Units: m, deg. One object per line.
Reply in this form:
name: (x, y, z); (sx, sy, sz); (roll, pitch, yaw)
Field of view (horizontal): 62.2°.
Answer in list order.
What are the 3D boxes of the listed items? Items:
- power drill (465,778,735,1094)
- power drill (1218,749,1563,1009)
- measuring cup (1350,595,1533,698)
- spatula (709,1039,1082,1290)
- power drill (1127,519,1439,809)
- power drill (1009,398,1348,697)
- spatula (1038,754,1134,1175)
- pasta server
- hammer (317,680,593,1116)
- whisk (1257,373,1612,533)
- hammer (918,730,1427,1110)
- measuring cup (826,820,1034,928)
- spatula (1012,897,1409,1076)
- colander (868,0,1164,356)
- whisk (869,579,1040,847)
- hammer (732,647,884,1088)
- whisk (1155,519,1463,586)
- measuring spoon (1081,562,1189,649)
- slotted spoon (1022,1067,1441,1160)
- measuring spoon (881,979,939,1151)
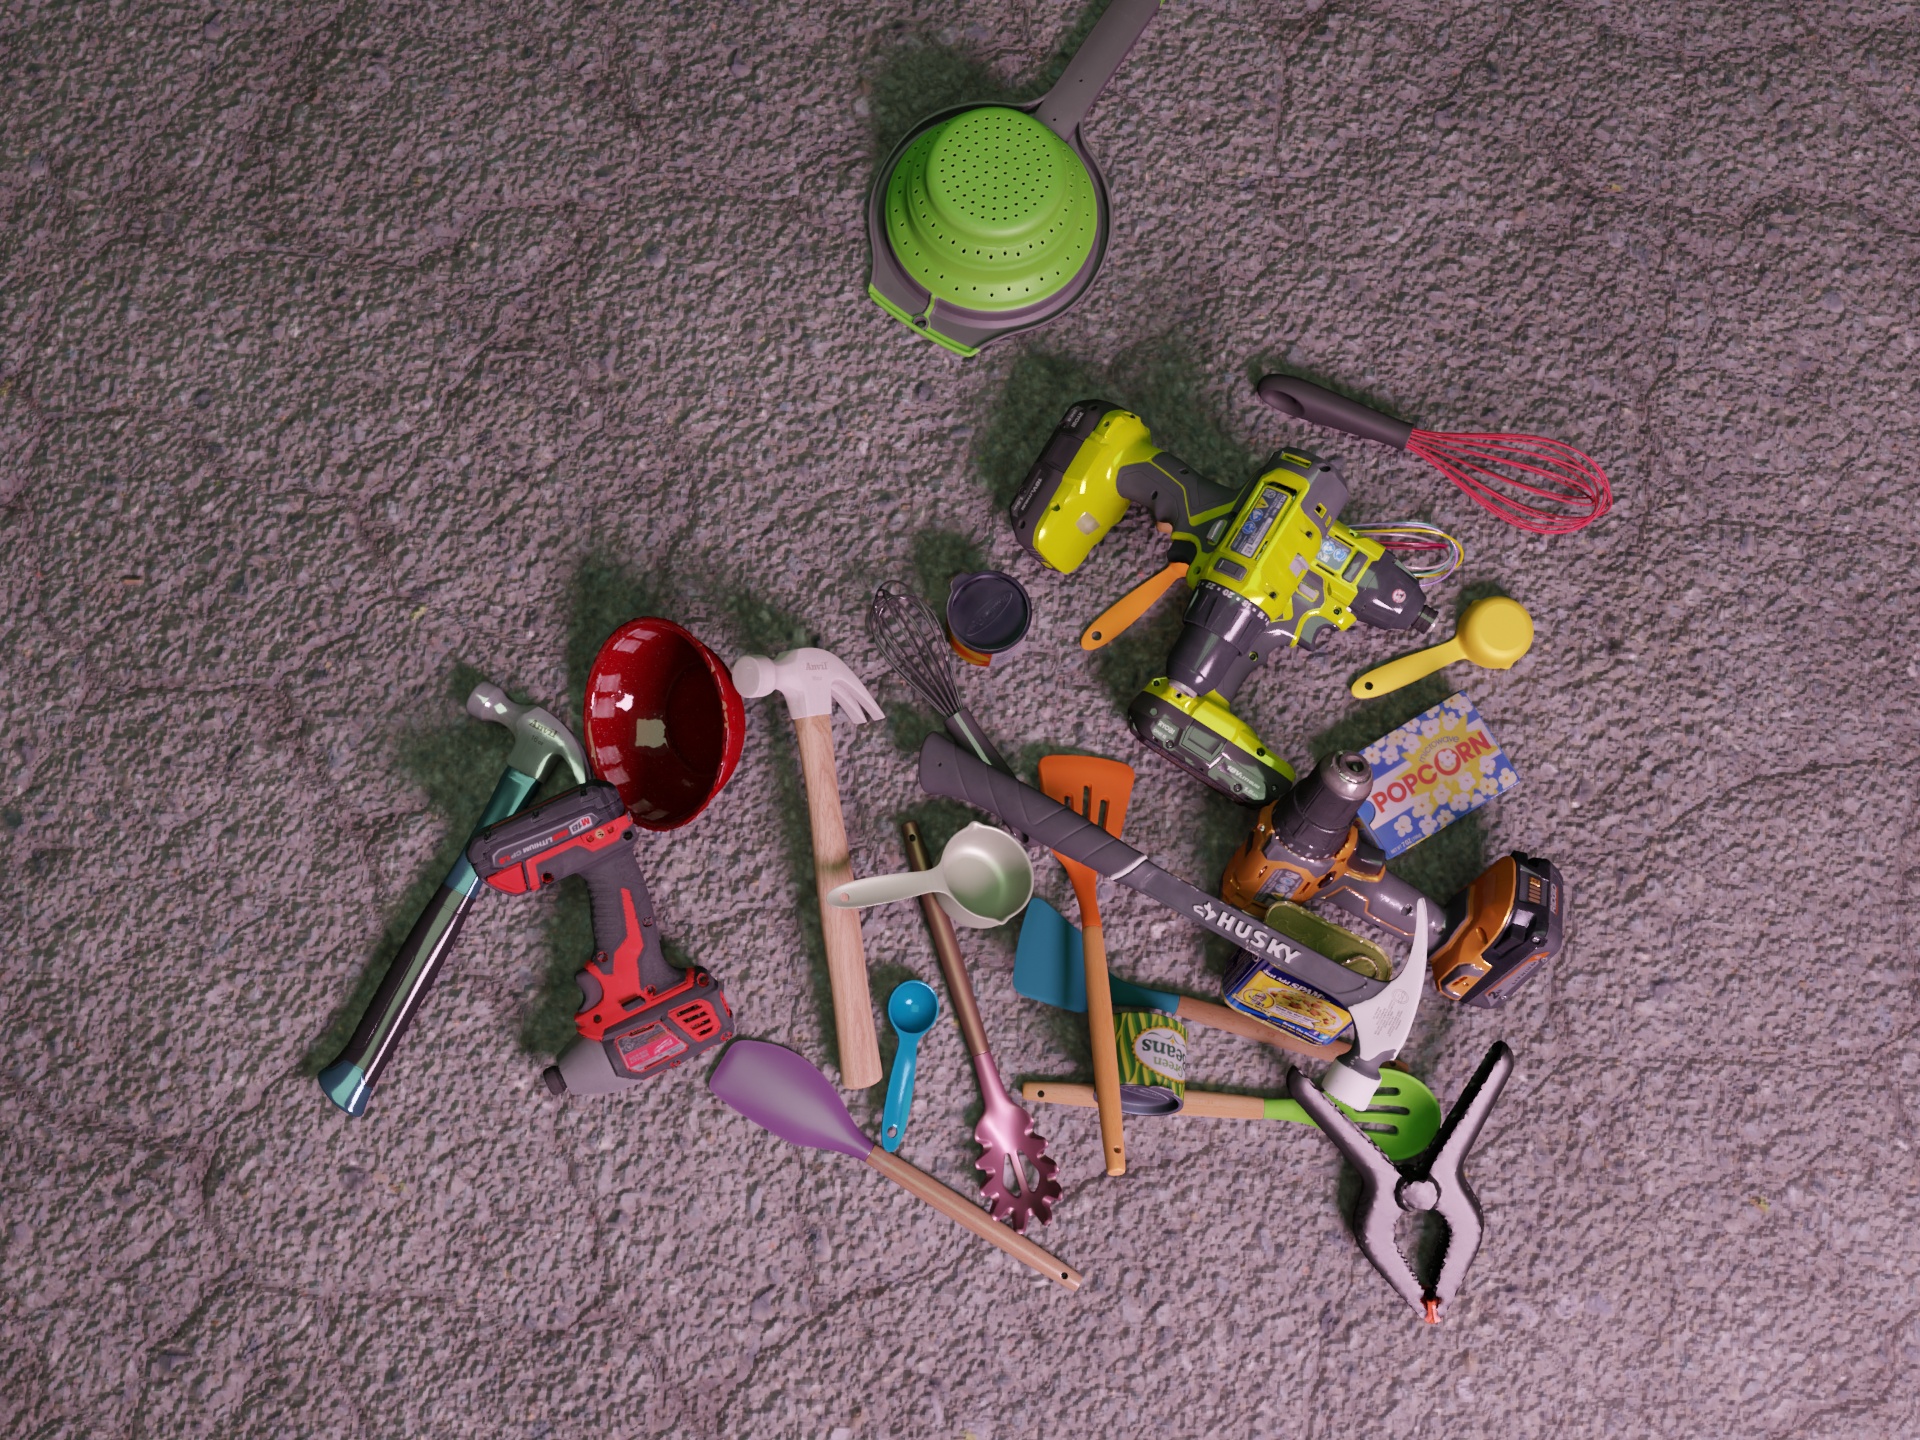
power drill: (-0.272, 0.165, 1.171); (0.143, 0.078, 0.219); (-25, 97, -10)
power drill: (0.323, 0.112, 1.164); (0.226, 0.185, 0.084); (21, 50, 0)
measuring cup: (0.384, -0.053, 1.266); (0.156, 0.029, 0.062); (-23, 82, -7)
spatula: (-0.045, 0.337, 1.196); (0.316, 0.018, 0.060); (32, 78, 4)
power drill: (0.246, -0.049, 1.222); (0.171, 0.080, 0.223); (33, 89, 6)
power drill: (0.151, -0.135, 1.193); (0.229, 0.080, 0.190); (30, 87, 36)
spatula: (0.102, 0.172, 1.174); (0.081, 0.041, 0.323); (7, 55, -15)
pasta server: (0.007, 0.226, 1.206); (0.060, 0.040, 0.316); (-18, 80, 0)
hammer: (-0.390, 0.141, 1.210); (0.128, 0.033, 0.331); (27, 81, 4)
whisk: (0.379, -0.221, 1.282); (0.296, 0.073, 0.073); (22, 81, 7)
hammer: (0.141, 0.111, 1.149); (0.409, 0.036, 0.149); (28, 94, 20)
measuring cup: (-0.026, 0.126, 1.194); (0.167, 0.038, 0.083); (-7, 68, -24)
spatula: (0.192, 0.220, 1.209); (0.317, 0.044, 0.082); (16, 53, -1)
colander: (0.070, -0.491, 1.297); (0.204, 0.094, 0.397); (32, 81, 4)
whisk: (-0.001, -0.005, 1.241); (0.055, 0.055, 0.239); (-32, 87, -6)
hammer: (-0.095, 0.110, 1.199); (0.031, 0.130, 0.331); (-8, 91, 38)
whisk: (0.280, -0.149, 1.275); (0.245, 0.047, 0.051); (8, 82, 3)
measuring spoon: (0.142, -0.096, 1.276); (0.117, 0.011, 0.021); (-40, 84, -7)
slotted spoon: (0.203, 0.290, 1.207); (0.314, 0.031, 0.070); (4, 91, 1)
measuring spoon: (-0.046, 0.260, 1.205); (0.042, 0.021, 0.129); (14, 80, -23)
